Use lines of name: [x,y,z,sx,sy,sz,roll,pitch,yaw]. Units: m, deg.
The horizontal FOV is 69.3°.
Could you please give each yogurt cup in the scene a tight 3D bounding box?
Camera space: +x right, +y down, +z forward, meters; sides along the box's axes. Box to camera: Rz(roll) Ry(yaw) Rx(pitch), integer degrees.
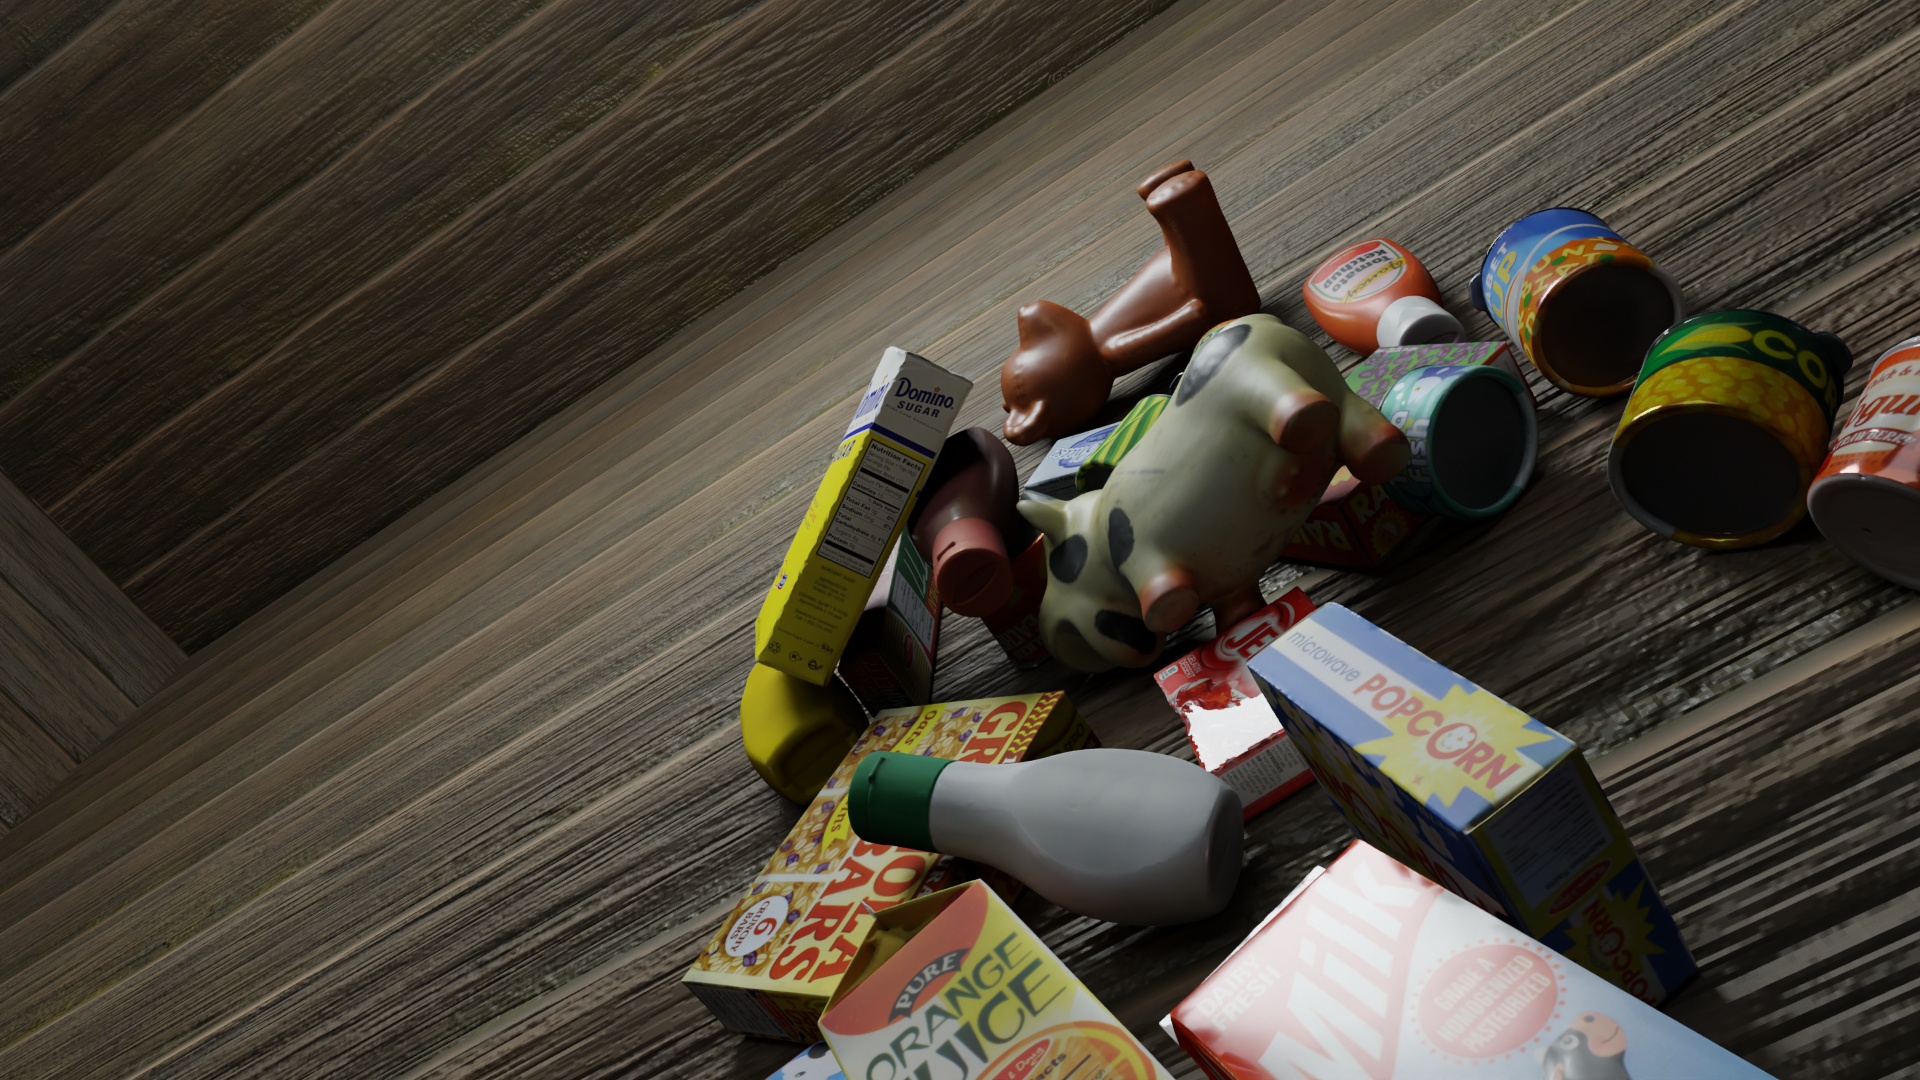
yogurt cup: [0.297,-0.020,0.418,0.054,0.072,0.072,-48,22,-10]

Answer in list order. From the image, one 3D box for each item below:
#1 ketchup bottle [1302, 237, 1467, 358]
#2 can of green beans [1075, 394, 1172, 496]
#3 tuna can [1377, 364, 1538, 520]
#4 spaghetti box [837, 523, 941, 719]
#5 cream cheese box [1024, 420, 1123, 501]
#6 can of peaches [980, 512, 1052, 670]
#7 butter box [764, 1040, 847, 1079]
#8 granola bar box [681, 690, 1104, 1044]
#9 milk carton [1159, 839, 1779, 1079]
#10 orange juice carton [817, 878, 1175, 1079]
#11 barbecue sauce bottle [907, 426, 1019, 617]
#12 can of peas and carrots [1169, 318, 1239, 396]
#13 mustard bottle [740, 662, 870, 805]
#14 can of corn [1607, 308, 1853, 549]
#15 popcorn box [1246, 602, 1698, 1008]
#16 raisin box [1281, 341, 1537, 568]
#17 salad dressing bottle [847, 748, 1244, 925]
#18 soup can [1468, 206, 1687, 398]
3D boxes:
ketchup bottle: [0.239,-0.127,0.773,0.064,0.043,0.149,-31,21,11]
can of green beans: [0.104,-0.035,0.745,0.058,0.071,0.071,-46,22,-25]
tuna can: [0.209,-0.042,0.591,0.071,0.071,0.033,-41,21,-16]
spaghetti box: [-0.035,0.028,0.846,0.028,0.050,0.251,-28,21,15]
cream cheese box: [0.092,-0.049,0.856,0.103,0.024,0.054,-14,30,45]
can of peaches: [0.036,0.024,0.732,0.071,0.058,0.071,-30,20,12]
butter box: [-0.060,0.203,0.472,0.053,0.024,0.104,-19,0,37]
granola bar box: [-0.026,0.139,0.599,0.124,0.039,0.166,-13,29,44]
milk carton: [0.118,0.136,0.330,0.072,0.073,0.190,-40,20,-11]
orange juice carton: [0.017,0.169,0.417,0.073,0.071,0.193,-39,21,-11]
barbecue sauce bottle: [0.003,-0.009,0.706,0.064,0.043,0.149,-43,18,14]
can of peas and carrots: [0.153,-0.083,0.769,0.071,0.071,0.059,-22,23,32]
mustard bottle: [-0.093,0.094,0.790,0.065,0.048,0.160,-38,20,-3]
can of corn: [0.272,-0.040,0.491,0.071,0.071,0.058,-12,31,48]
popcorn box: [0.143,0.076,0.408,0.038,0.085,0.127,-36,20,-3]
raisin box: [0.196,-0.042,0.656,0.124,0.040,0.086,-41,21,-18]
salad dressing bottle: [0.028,0.104,0.518,0.147,0.043,0.064,3,42,29]
soup can: [0.279,-0.109,0.634,0.071,0.071,0.084,-29,21,17]
